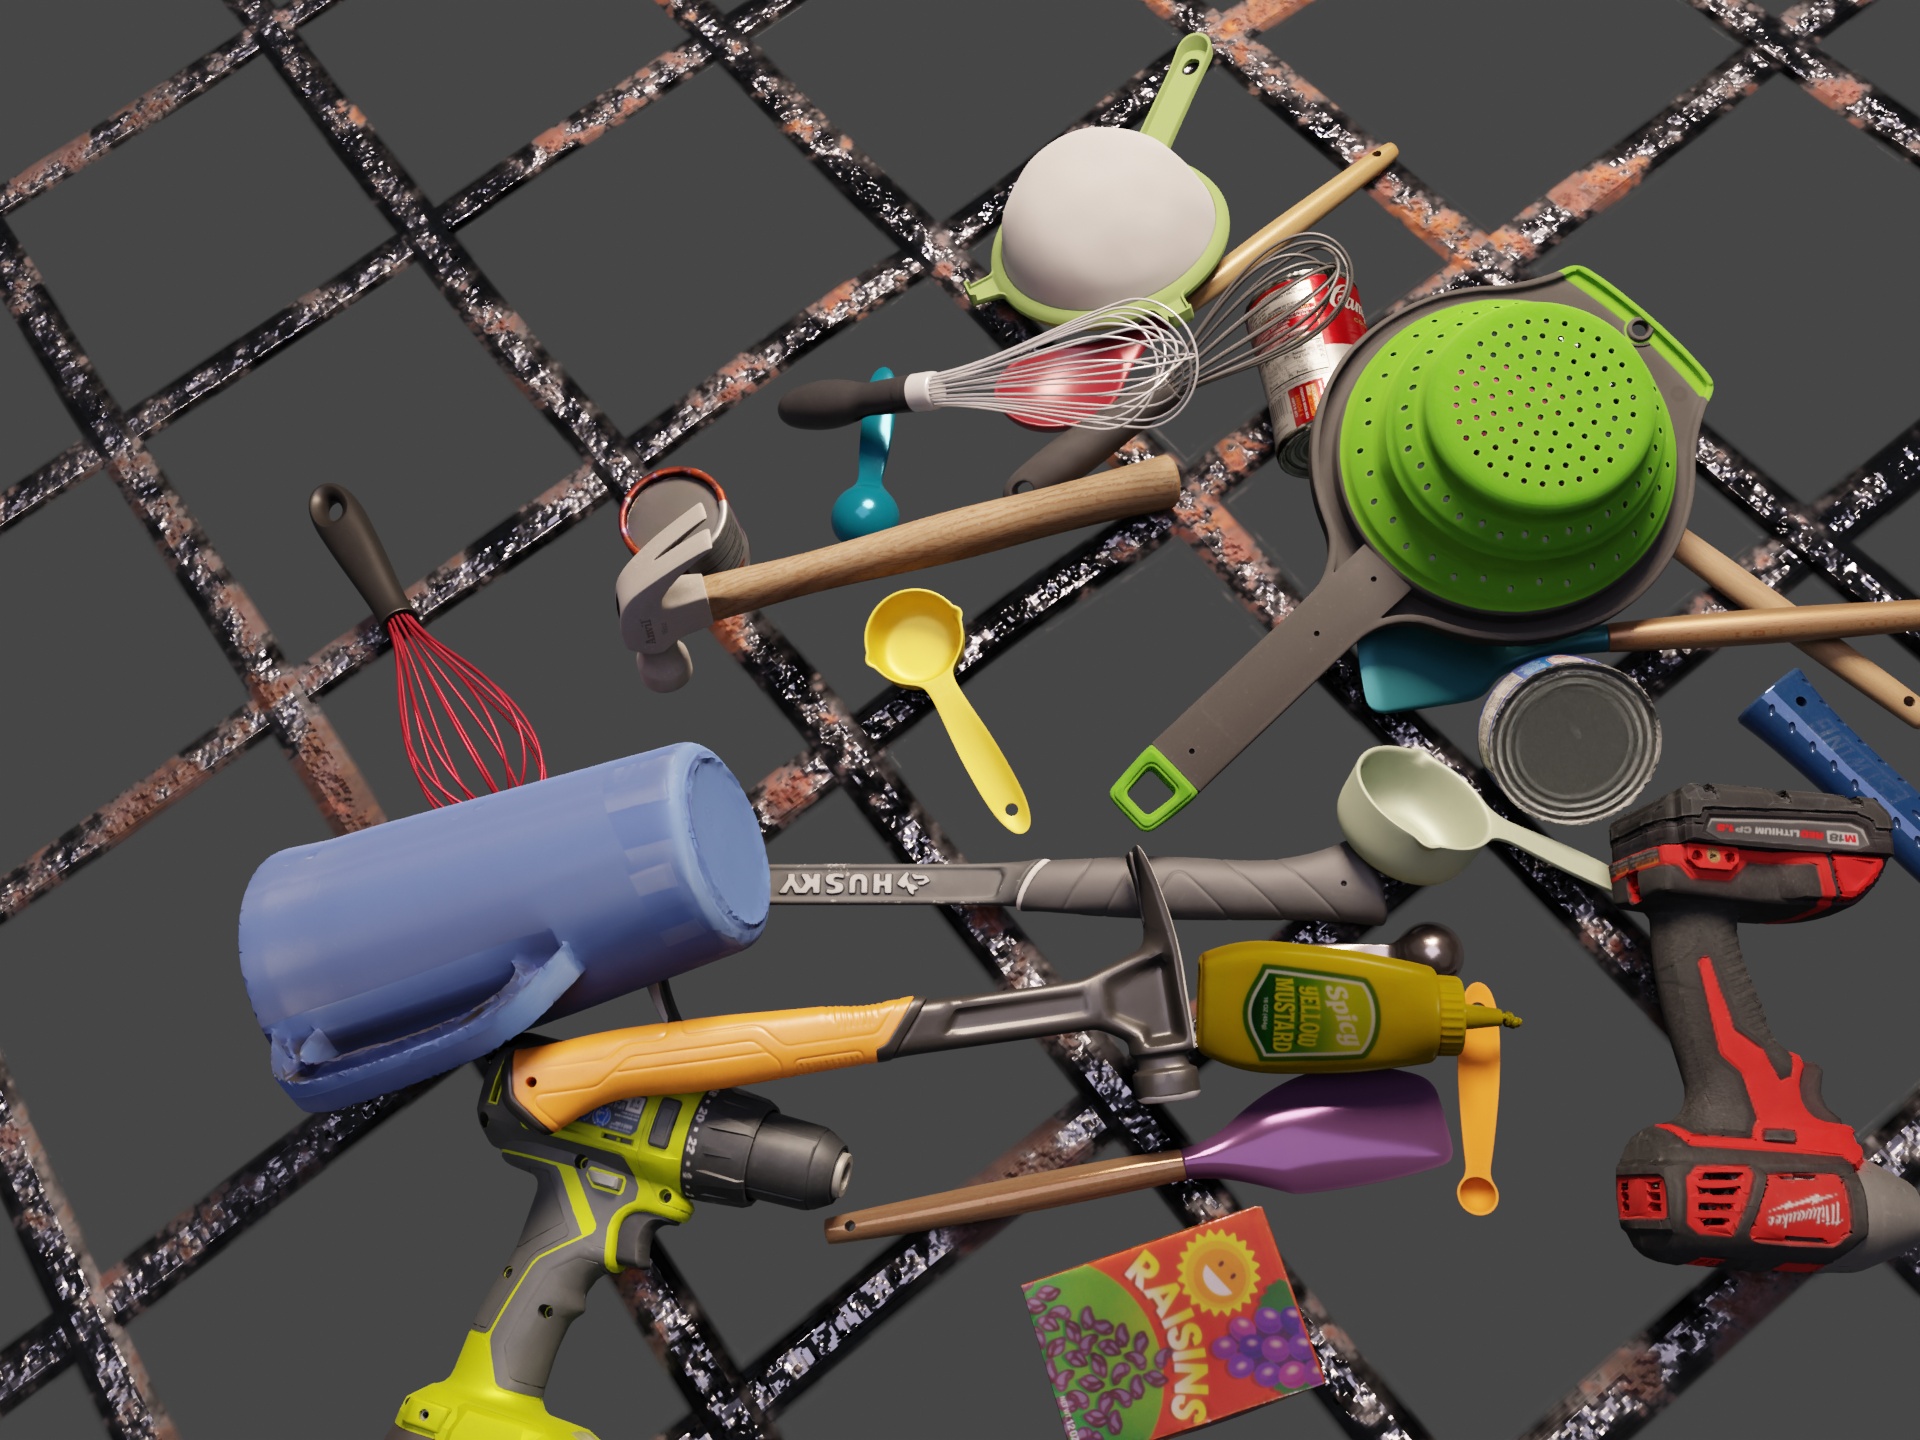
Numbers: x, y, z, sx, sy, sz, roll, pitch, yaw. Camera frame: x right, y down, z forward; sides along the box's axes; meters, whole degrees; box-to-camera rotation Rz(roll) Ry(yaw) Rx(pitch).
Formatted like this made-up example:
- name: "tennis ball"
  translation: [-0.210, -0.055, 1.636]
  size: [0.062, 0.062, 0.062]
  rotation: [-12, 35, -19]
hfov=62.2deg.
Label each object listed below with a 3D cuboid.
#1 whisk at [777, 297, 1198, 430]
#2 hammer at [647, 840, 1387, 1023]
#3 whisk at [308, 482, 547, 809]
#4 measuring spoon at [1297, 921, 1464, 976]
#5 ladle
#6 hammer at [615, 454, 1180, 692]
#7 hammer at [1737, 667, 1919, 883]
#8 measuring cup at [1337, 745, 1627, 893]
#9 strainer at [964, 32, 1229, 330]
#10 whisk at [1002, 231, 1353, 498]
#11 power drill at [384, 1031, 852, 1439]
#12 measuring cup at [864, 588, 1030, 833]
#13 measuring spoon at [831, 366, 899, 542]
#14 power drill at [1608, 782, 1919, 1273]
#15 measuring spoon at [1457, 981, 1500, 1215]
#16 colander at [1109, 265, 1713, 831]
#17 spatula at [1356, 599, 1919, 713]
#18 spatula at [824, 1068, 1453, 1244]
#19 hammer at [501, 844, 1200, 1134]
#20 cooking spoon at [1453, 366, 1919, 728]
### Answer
- name: "whisk"
  translation: [0.006, -0.195, 0.920]
  size: [0.285, 0.070, 0.070]
  rotation: [1, 66, 33]
- name: "hammer"
  translation: [0.018, 0.093, 0.851]
  size: [0.409, 0.036, 0.149]
  rotation: [0, 73, 6]
- name: "whisk"
  translation: [-0.327, -0.045, 0.946]
  size: [0.073, 0.073, 0.296]
  rotation: [-35, 62, -7]
- name: "measuring spoon"
  translation: [0.199, 0.123, 0.826]
  size: [0.124, 0.018, 0.034]
  rotation: [-5, 68, 6]
- name: "ladle"
  translation: [0.152, -0.270, 0.987]
  size: [0.315, 0.031, 0.069]
  rotation: [-37, 61, -10]
- name: "hammer"
  translation: [-0.033, -0.100, 0.908]
  size: [0.331, 0.130, 0.031]
  rotation: [-15, 62, -8]
- name: "hammer"
  translation: [0.541, 0.135, 0.766]
  size: [0.144, 0.035, 0.406]
  rotation: [-37, 68, -8]
- name: "measuring cup"
  translation: [0.274, 0.069, 0.828]
  size: [0.167, 0.038, 0.083]
  rotation: [23, 36, -3]
- name: "strainer"
  translation: [0.106, -0.360, 0.995]
  size: [0.151, 0.069, 0.256]
  rotation: [13, 65, 24]
- name: "whisk"
  translation: [0.118, -0.194, 0.910]
  size: [0.239, 0.055, 0.055]
  rotation: [-34, 65, 21]
- name: "power drill"
  translation: [-0.169, 0.280, 0.782]
  size: [0.190, 0.080, 0.229]
  rotation: [11, 67, 13]
- name: "measuring cup"
  translation: [-0.001, -0.003, 0.906]
  size: [0.062, 0.029, 0.156]
  rotation: [-29, 79, 0]
- name: "measuring spoon"
  translation: [-0.055, -0.166, 0.974]
  size: [0.042, 0.021, 0.129]
  rotation: [2, 68, 9]
- name: "power drill"
  translation: [0.386, 0.148, 0.757]
  size: [0.143, 0.078, 0.220]
  rotation: [5, 73, -3]
- name: "measuring spoon"
  translation: [0.259, 0.189, 0.798]
  size: [0.021, 0.011, 0.117]
  rotation: [5, 65, 9]
- name: "colander"
  translation: [0.229, -0.091, 0.814]
  size: [0.397, 0.094, 0.204]
  rotation: [-43, 79, -4]
- name: "spatula"
  translation: [0.374, -0.048, 0.848]
  size: [0.317, 0.044, 0.082]
  rotation: [-4, 70, 12]
- name: "spatula"
  translation: [0.086, 0.226, 0.800]
  size: [0.316, 0.018, 0.060]
  rotation: [-12, 64, 2]
- name: "hammer"
  translation: [-0.055, 0.147, 0.784]
  size: [0.337, 0.034, 0.127]
  rotation: [-8, 78, -6]
- name: "cooking spoon"
  translation: [0.399, -0.101, 0.890]
  size: [0.069, 0.017, 0.319]
  rotation: [-44, 69, -7]
